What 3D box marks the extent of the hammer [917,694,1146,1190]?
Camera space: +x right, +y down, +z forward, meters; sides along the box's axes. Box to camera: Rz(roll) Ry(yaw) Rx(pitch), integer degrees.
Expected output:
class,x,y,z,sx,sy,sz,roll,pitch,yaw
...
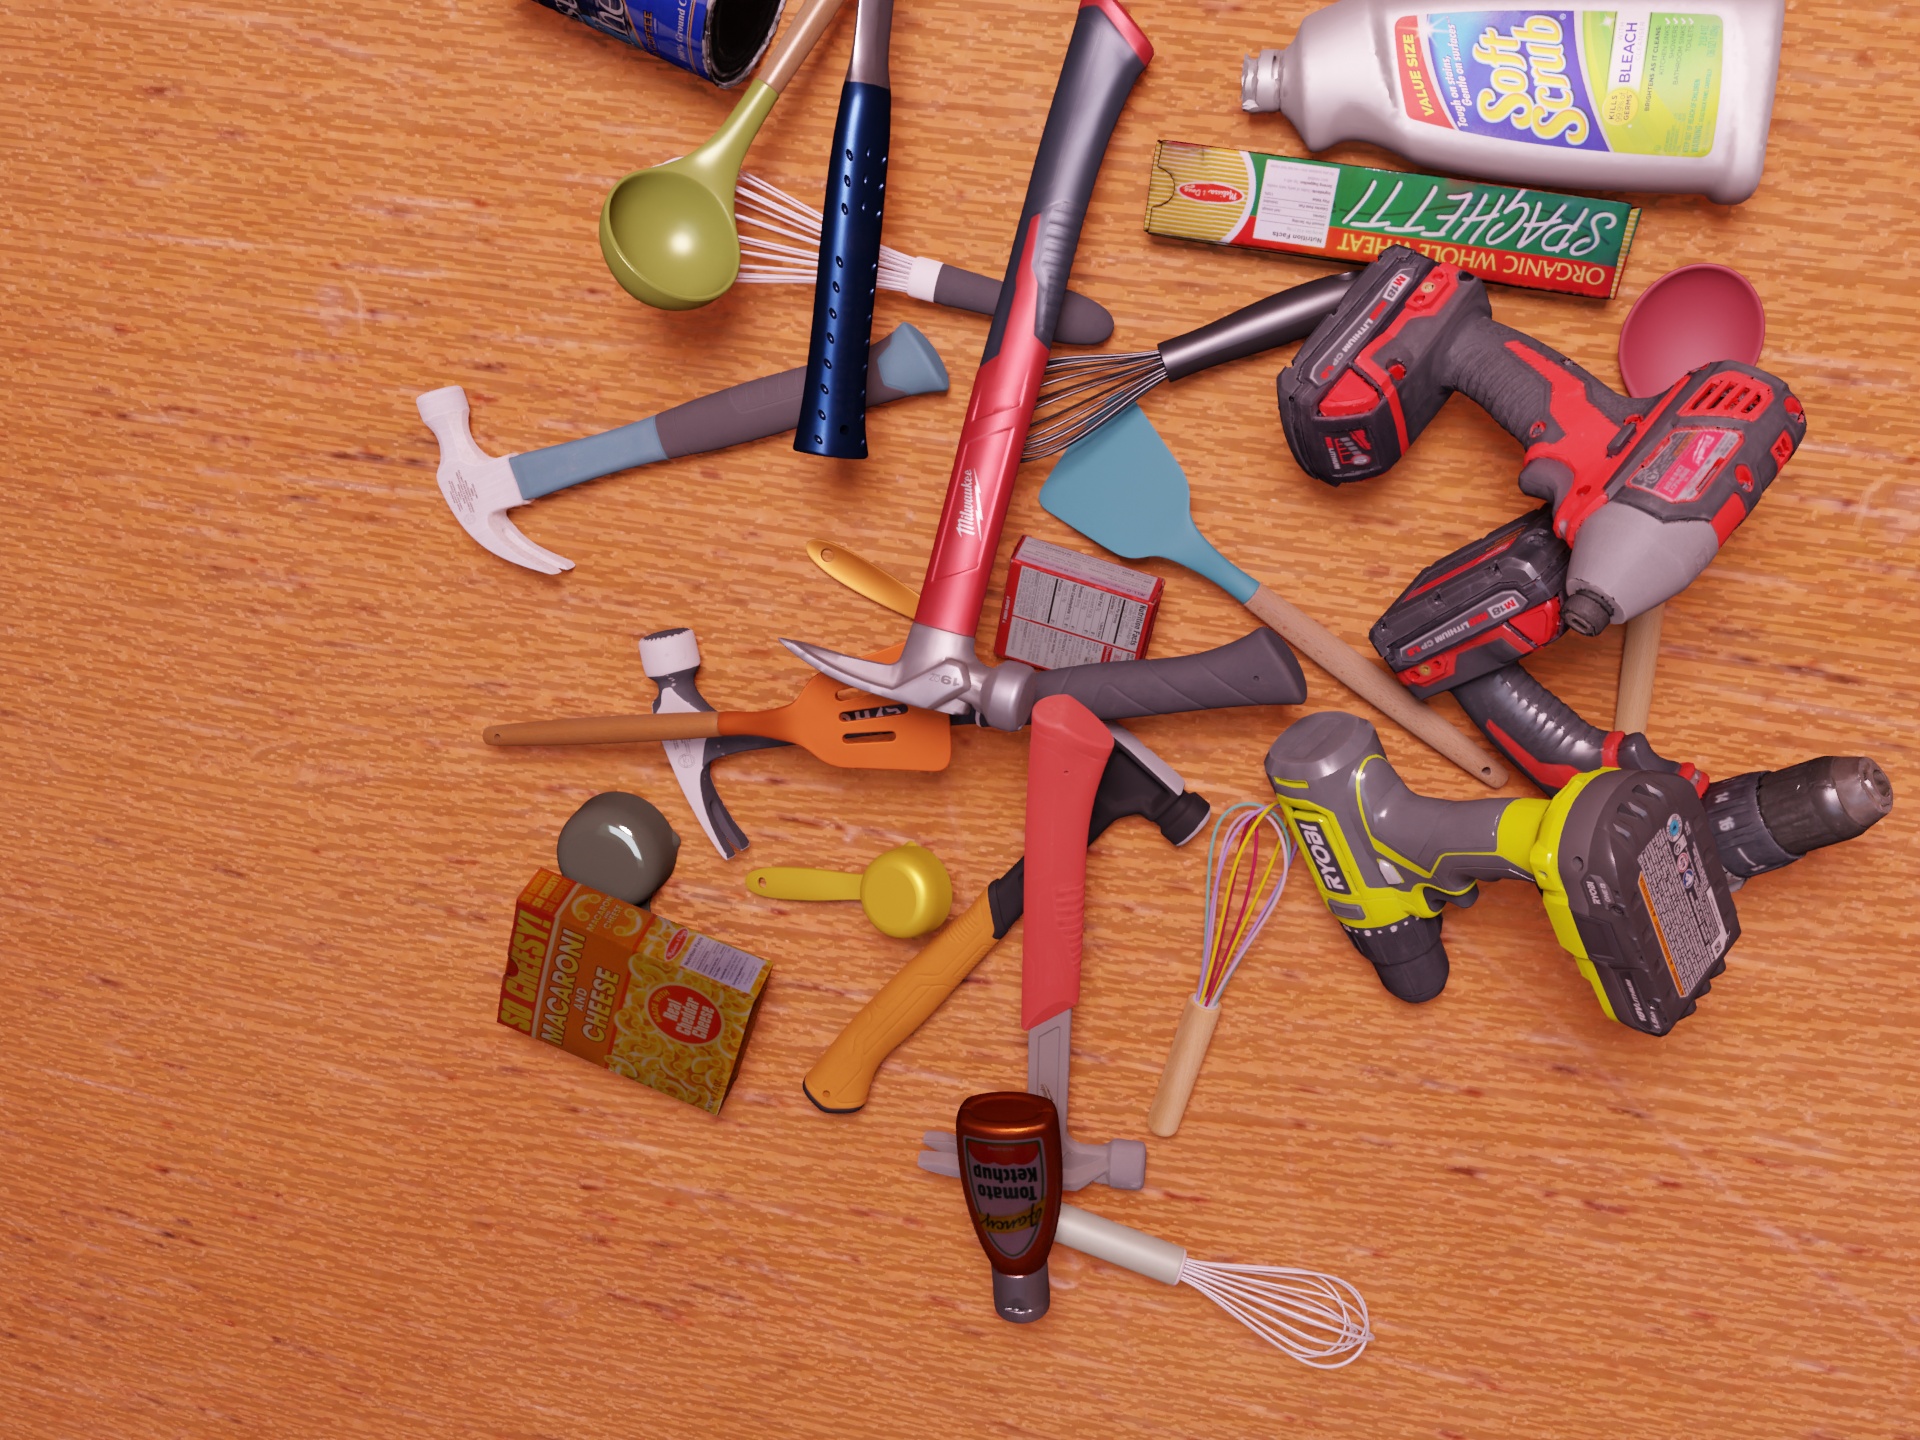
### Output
class,x,y,z,sx,sy,sz,roll,pitch,yaw
hammer,0.046,0.147,0.962,0.149,0.037,0.358,4,121,8

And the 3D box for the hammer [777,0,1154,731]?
class,x,y,z,sx,sy,sz,roll,pitch,yaw
hammer,0.015,-0.197,0.858,0.143,0.038,0.386,16,94,15

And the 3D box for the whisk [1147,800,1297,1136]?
class,x,y,z,sx,sy,sz,roll,pitch,yaw
whisk,0.154,0.156,0.981,0.051,0.047,0.245,17,113,6

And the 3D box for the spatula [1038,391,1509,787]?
class,x,y,z,sx,sy,sz,roll,pitch,yaw
spatula,0.190,-0.062,0.919,0.317,0.044,0.082,37,109,-4

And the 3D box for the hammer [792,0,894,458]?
class,x,y,z,sx,sy,sz,roll,pitch,yaw
hammer,-0.053,-0.341,0.822,0.144,0.035,0.405,-2,107,-33

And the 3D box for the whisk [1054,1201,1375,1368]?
class,x,y,z,sx,sy,sz,roll,pitch,yaw
whisk,0.149,0.357,1.031,0.246,0.059,0.058,19,83,5

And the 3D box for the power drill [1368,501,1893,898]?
class,x,y,z,sx,sy,sz,roll,pitch,yaw
power drill,0.346,-0.001,0.835,0.226,0.080,0.188,53,140,-5

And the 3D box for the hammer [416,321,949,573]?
class,x,y,z,sx,sy,sz,roll,pitch,yaw
hammer,-0.167,-0.177,0.961,0.331,0.033,0.128,-12,102,16

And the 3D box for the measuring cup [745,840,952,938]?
class,x,y,z,sx,sy,sz,roll,pitch,yaw
measuring cup,-0.079,0.108,1.009,0.156,0.029,0.062,0,95,29

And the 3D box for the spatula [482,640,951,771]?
class,x,y,z,sx,sy,sz,roll,pitch,yaw
spatula,-0.160,0.001,0.974,0.323,0.041,0.081,-3,104,26

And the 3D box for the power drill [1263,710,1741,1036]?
class,x,y,z,sx,sy,sz,roll,pitch,yaw
power drill,0.284,0.092,0.855,0.229,0.080,0.190,7,131,54

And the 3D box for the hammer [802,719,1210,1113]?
class,x,y,z,sx,sy,sz,roll,pitch,yaw
hammer,0.002,0.131,1.013,0.127,0.034,0.337,40,111,-2

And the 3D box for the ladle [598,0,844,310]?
class,x,y,z,sx,sy,sz,roll,pitch,yaw
ladle,-0.084,-0.357,0.837,0.078,0.062,0.320,33,94,-23

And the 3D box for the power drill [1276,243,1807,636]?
class,x,y,z,sx,sy,sz,roll,pitch,yaw
power drill,0.271,-0.135,0.776,0.220,0.078,0.143,35,82,34

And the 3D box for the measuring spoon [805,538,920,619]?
class,x,y,z,sx,sy,sz,roll,pitch,yaw
measuring spoon,-0.044,-0.081,0.975,0.117,0.011,0.021,30,111,7

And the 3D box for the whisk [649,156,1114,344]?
class,x,y,z,sx,sy,sz,roll,pitch,yaw
whisk,-0.051,-0.258,0.902,0.284,0.070,0.070,16,109,3

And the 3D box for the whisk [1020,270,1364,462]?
class,x,y,z,sx,sy,sz,roll,pitch,yaw
whisk,0.114,-0.199,0.883,0.239,0.055,0.055,-19,101,11

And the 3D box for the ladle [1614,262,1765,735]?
class,x,y,z,sx,sy,sz,roll,pitch,yaw
ladle,0.379,-0.086,0.865,0.069,0.031,0.315,6,109,16

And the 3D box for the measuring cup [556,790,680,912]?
class,x,y,z,sx,sy,sz,roll,pitch,yaw
measuring cup,-0.223,0.131,1.063,0.083,0.038,0.167,-5,105,15

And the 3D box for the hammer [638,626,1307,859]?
class,x,y,z,sx,sy,sz,roll,pitch,yaw
hammer,-0.001,-0.003,0.941,0.409,0.036,0.149,-6,102,23
